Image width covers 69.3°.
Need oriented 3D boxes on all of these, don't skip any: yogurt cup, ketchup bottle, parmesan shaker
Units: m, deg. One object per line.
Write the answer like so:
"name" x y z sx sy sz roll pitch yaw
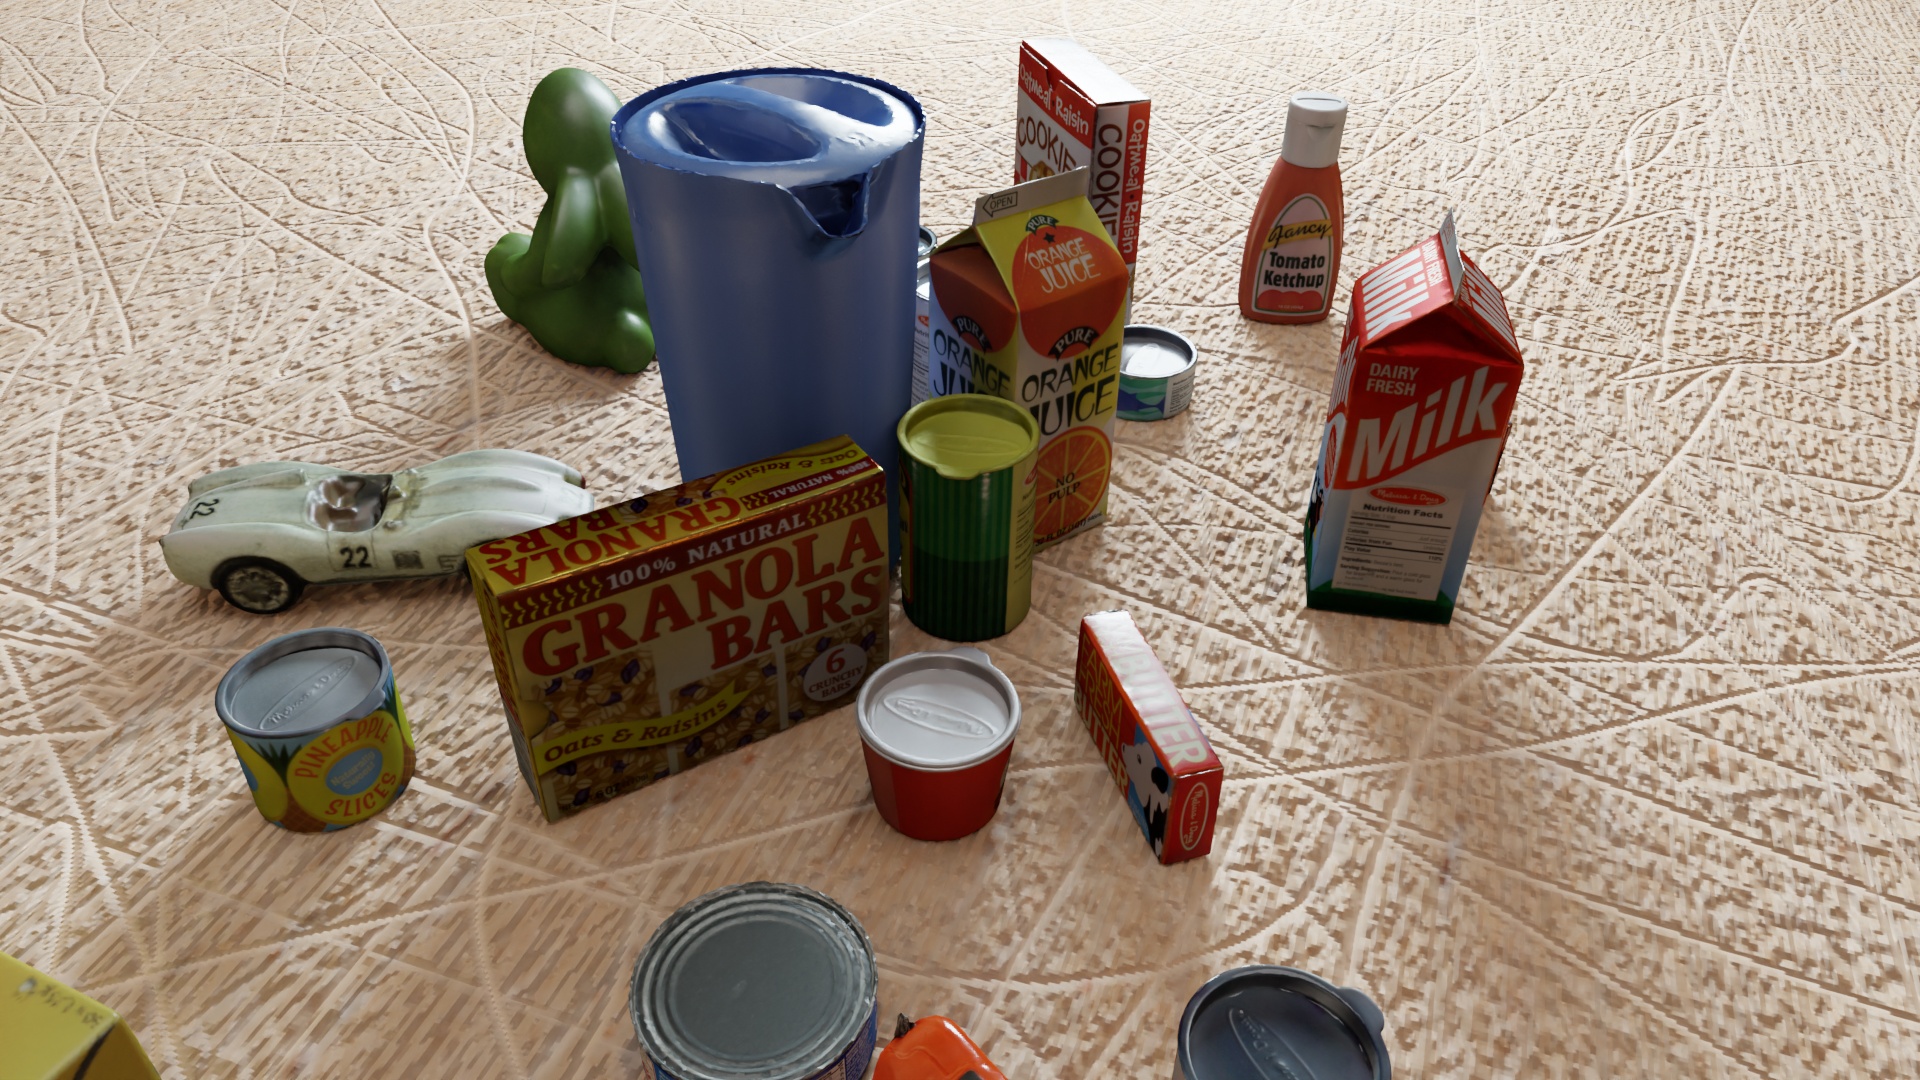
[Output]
"yogurt cup" -0.009 0.088 0.579 0.072 0.053 0.073 1 37 -1
"ketchup bottle" 0.223 -0.217 0.912 0.065 0.148 0.044 3 37 2
"parmesan shaker" 0.002 -0.008 0.666 0.071 0.102 0.072 1 37 0

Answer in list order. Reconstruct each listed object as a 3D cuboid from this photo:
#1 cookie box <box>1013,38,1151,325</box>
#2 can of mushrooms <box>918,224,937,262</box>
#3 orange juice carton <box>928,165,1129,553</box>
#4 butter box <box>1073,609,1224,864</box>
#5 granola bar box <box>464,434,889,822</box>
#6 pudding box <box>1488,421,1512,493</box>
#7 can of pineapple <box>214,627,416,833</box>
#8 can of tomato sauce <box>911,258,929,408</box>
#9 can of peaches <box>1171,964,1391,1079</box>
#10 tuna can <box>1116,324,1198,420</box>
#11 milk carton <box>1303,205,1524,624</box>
"cookie box" 0.073 -0.225 0.903 0.040 0.166 0.123 -12 39 -16
"can of mushrooms" -0.050 -0.198 0.974 0.071 0.033 0.071 1 37 -1
"orange juice carton" 0.033 -0.091 0.703 0.072 0.191 0.073 -24 43 -29
"butter box" 0.077 0.081 0.591 0.024 0.052 0.104 -9 38 -14
"granola bar box" -0.110 0.036 0.587 0.166 0.123 0.039 -20 42 -26
"pudding box" 0.261 -0.058 0.784 0.030 0.049 0.084 -30 47 -35
"can of pineapple" -0.266 0.080 0.579 0.071 0.057 0.071 1 37 -1
"can of tomato sauce" 0.001 -0.120 0.832 0.071 0.082 0.071 1 37 0
"can of peaches" 0.103 0.182 0.453 0.071 0.057 0.071 1 37 -1
"tuna can" 0.109 -0.104 0.855 0.071 0.032 0.071 1 37 -1
"milk carton" 0.216 -0.058 0.666 0.073 0.189 0.073 7 37 8
